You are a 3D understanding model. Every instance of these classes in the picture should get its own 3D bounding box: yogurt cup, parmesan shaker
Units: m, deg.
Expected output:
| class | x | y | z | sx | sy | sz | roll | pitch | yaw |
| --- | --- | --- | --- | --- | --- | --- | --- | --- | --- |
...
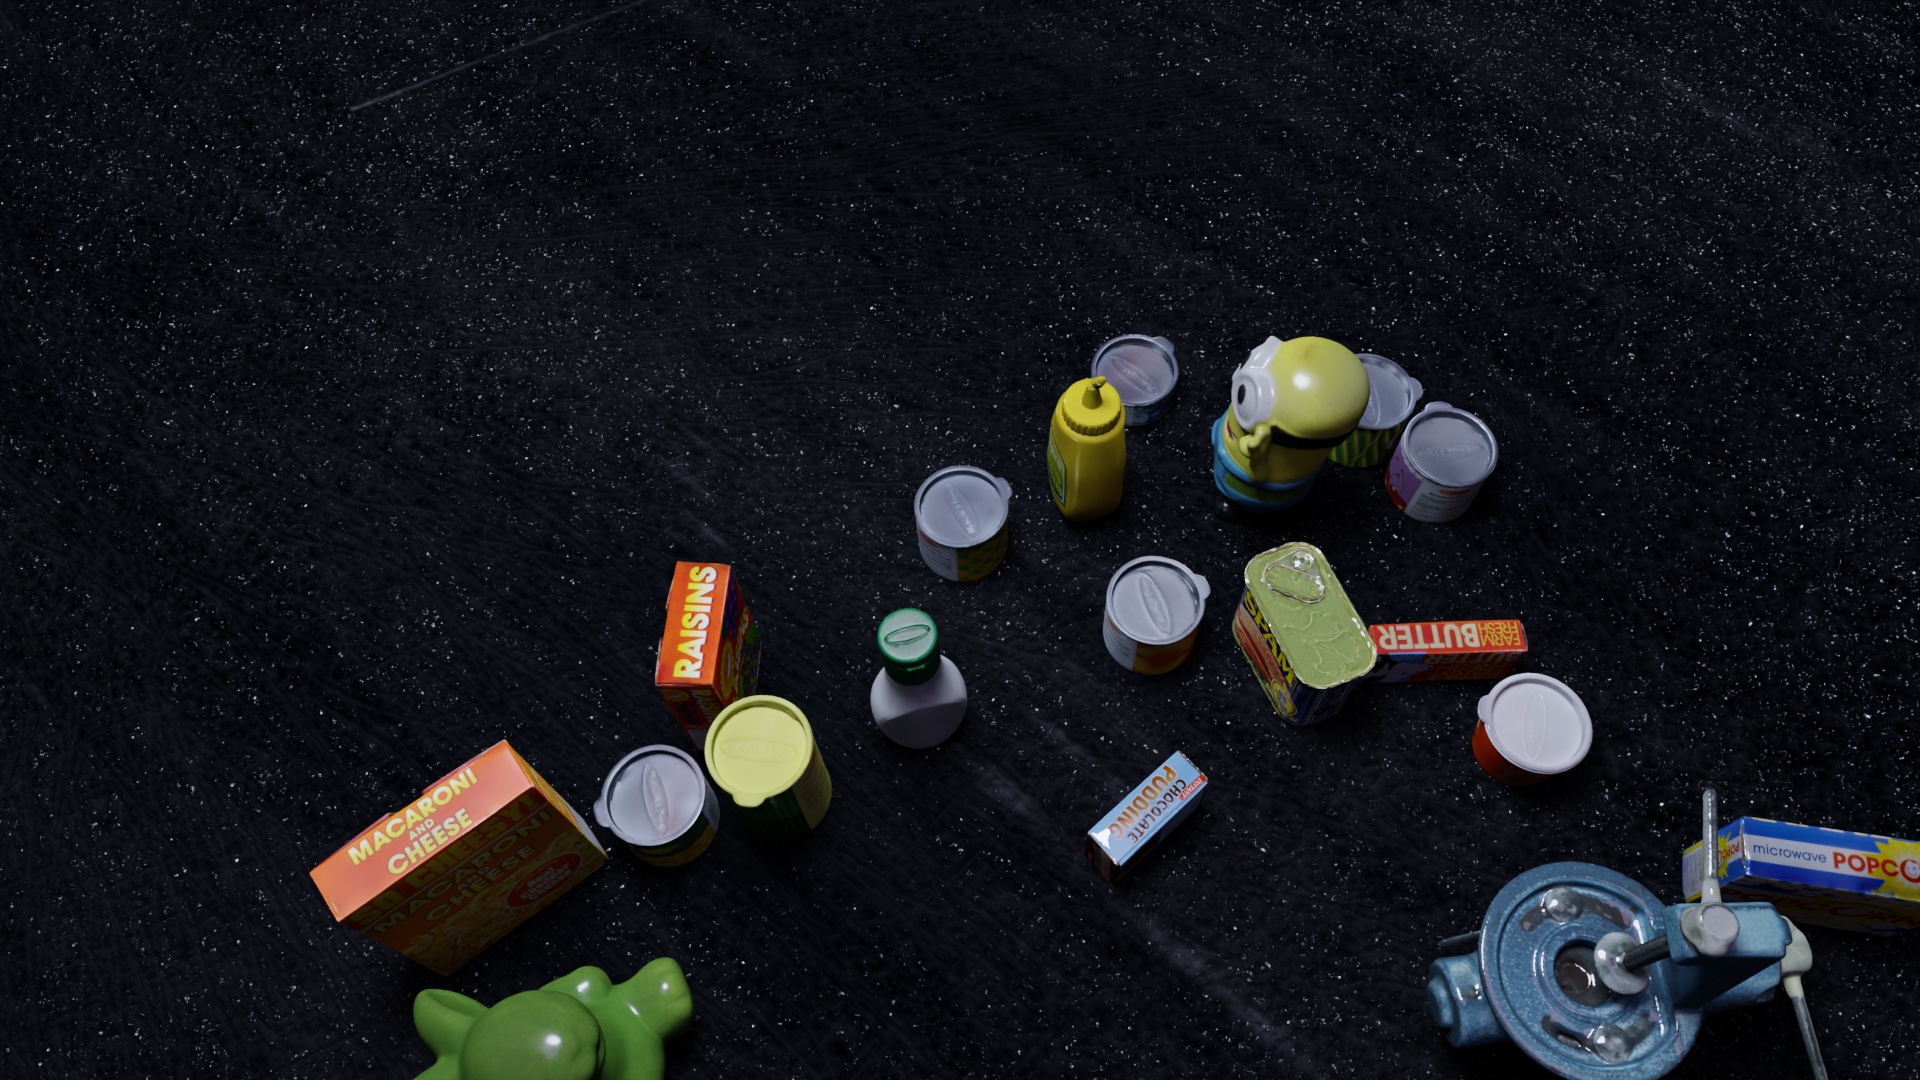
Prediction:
| class | x | y | z | sx | sy | sz | roll | pitch | yaw |
| --- | --- | --- | --- | --- | --- | --- | --- | --- | --- |
| yogurt cup | 0.372 | 0.128 | 0.914 | 0.072 | 0.053 | 0.073 | -1 | 62 | 2 |
| parmesan shaker | -0.122 | 0.151 | 0.890 | 0.071 | 0.102 | 0.071 | -1 | 62 | 2 |

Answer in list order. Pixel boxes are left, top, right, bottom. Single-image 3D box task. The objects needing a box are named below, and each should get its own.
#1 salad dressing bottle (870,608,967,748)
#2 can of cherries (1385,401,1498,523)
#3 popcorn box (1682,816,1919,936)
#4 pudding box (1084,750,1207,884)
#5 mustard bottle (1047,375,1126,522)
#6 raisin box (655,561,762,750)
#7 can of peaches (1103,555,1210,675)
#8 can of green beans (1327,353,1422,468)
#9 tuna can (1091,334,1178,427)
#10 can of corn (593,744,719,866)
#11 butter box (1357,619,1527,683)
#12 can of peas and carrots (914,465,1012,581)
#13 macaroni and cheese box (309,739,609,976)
| class | x | y | z | sx | sy | sz | roll | pitch | yaw |
| --- | --- | --- | --- | --- | --- | --- | --- | --- | --- |
| salad dressing bottle | -0.029 | 0.090 | 0.894 | 0.064 | 0.147 | 0.044 | -14 | 63 | -5 |
| can of cherries | 0.348 | -0.056 | 1.010 | 0.071 | 0.058 | 0.072 | -1 | 62 | 2 |
| popcorn box | 0.524 | 0.206 | 0.850 | 0.127 | 0.085 | 0.038 | 8 | 63 | 6 |
| pudding box | 0.120 | 0.179 | 0.897 | 0.084 | 0.049 | 0.030 | -39 | 68 | -17 |
| mustard bottle | 0.088 | -0.071 | 0.968 | 0.049 | 0.159 | 0.065 | -14 | 63 | -5 |
| raisin box | -0.164 | 0.079 | 0.918 | 0.040 | 0.123 | 0.086 | 3 | 63 | 3 |
| can of peaches | 0.135 | 0.052 | 0.959 | 0.071 | 0.057 | 0.071 | -1 | 62 | 2 |
| can of green beans | 0.298 | -0.095 | 1.032 | 0.071 | 0.057 | 0.071 | -1 | 62 | 2 |
| tuna can | 0.135 | -0.124 | 1.067 | 0.071 | 0.032 | 0.071 | -1 | 62 | 1 |
| can of corn | -0.196 | 0.175 | 0.905 | 0.071 | 0.058 | 0.071 | -1 | 62 | 2 |
| butter box | 0.324 | 0.076 | 0.943 | 0.103 | 0.053 | 0.024 | -2 | 62 | 1 |
| can of peas and carrots | 0.004 | -0.013 | 0.997 | 0.071 | 0.058 | 0.071 | -1 | 62 | 2 |
| macaroni and cheese box | -0.294 | 0.195 | 0.836 | 0.124 | 0.165 | 0.040 | -35 | 67 | -15 |
